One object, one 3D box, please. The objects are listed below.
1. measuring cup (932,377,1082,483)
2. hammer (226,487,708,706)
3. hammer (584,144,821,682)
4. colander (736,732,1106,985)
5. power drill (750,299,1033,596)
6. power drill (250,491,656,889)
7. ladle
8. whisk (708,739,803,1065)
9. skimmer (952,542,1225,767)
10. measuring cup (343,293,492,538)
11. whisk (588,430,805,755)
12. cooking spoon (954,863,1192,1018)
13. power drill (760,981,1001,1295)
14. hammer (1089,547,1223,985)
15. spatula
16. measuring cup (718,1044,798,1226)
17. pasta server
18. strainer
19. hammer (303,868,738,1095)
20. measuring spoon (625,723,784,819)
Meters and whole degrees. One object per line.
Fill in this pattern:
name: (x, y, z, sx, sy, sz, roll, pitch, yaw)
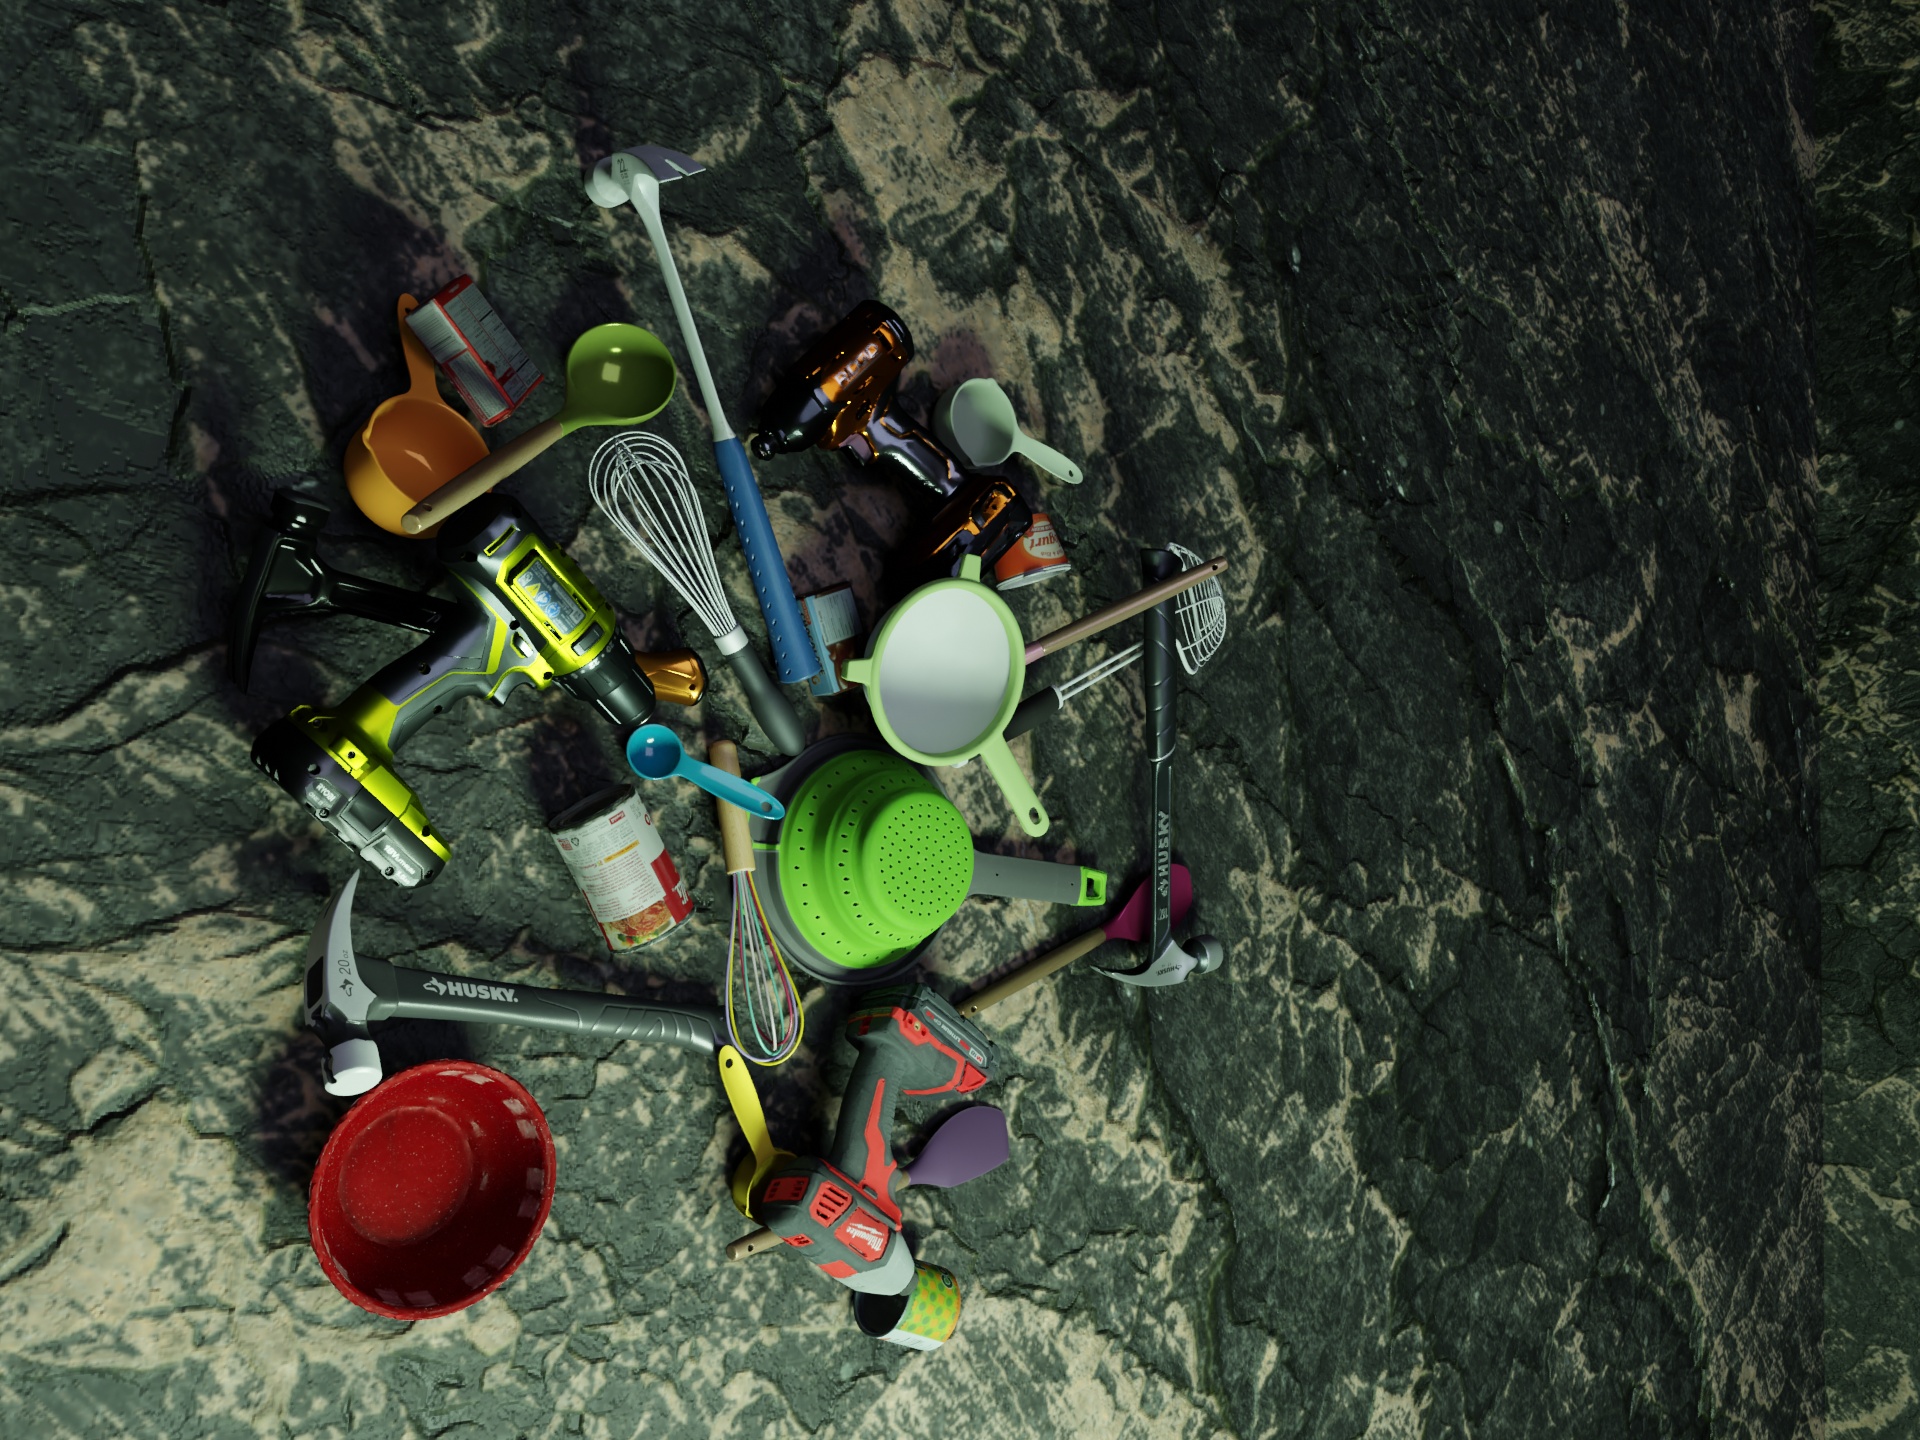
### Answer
measuring cup: (0.041, -0.244, 1.415, 0.167, 0.038, 0.083, 22, 73, -40)
hammer: (-0.316, -0.050, 1.079, 0.336, 0.034, 0.127, 15, 99, -44)
hammer: (-0.177, -0.219, 1.180, 0.035, 0.144, 0.405, -26, 110, -26)
colander: (0.004, 0.122, 1.314, 0.396, 0.094, 0.204, 11, 79, -39)
power drill: (-0.060, -0.205, 1.294, 0.164, 0.084, 0.226, -47, 113, -22)
power drill: (-0.314, -0.007, 1.025, 0.228, 0.080, 0.190, -49, 132, -18)
ladle: (-0.273, -0.192, 1.041, 0.078, 0.062, 0.320, 36, 29, -6)
whisk: (-0.156, 0.134, 1.189, 0.051, 0.047, 0.245, 8, 68, -57)
skimmer: (0.115, -0.051, 1.468, 0.363, 0.090, 0.127, -29, 114, -28)
measuring cup: (-0.368, -0.201, 1.057, 0.095, 0.052, 0.174, 8, 59, -46)
whisk: (-0.189, -0.088, 1.196, 0.070, 0.070, 0.284, -45, 120, -34)
cooking spoon: (0.110, 0.204, 1.450, 0.319, 0.017, 0.068, -22, 108, -40)
power drill: (-0.056, 0.326, 1.228, 0.143, 0.078, 0.220, 46, 48, -25)
hammer: (0.179, 0.047, 1.449, 0.149, 0.036, 0.409, -10, 103, -38)
spatula: (-0.063, 0.370, 1.270, 0.315, 0.018, 0.060, -8, 91, -48)
measuring cup: (-0.160, 0.307, 1.189, 0.062, 0.029, 0.156, -32, 115, -39)
pasta server: (0.095, -0.073, 1.368, 0.316, 0.040, 0.060, -25, 101, -11)
strainer: (-0.002, -0.004, 1.305, 0.151, 0.069, 0.256, -44, 124, -21)
hammer: (-0.282, 0.190, 1.075, 0.334, 0.035, 0.146, 19, 37, -47)
measuring spoon: (-0.190, 0.044, 1.182, 0.128, 0.021, 0.042, 28, 66, -16)
